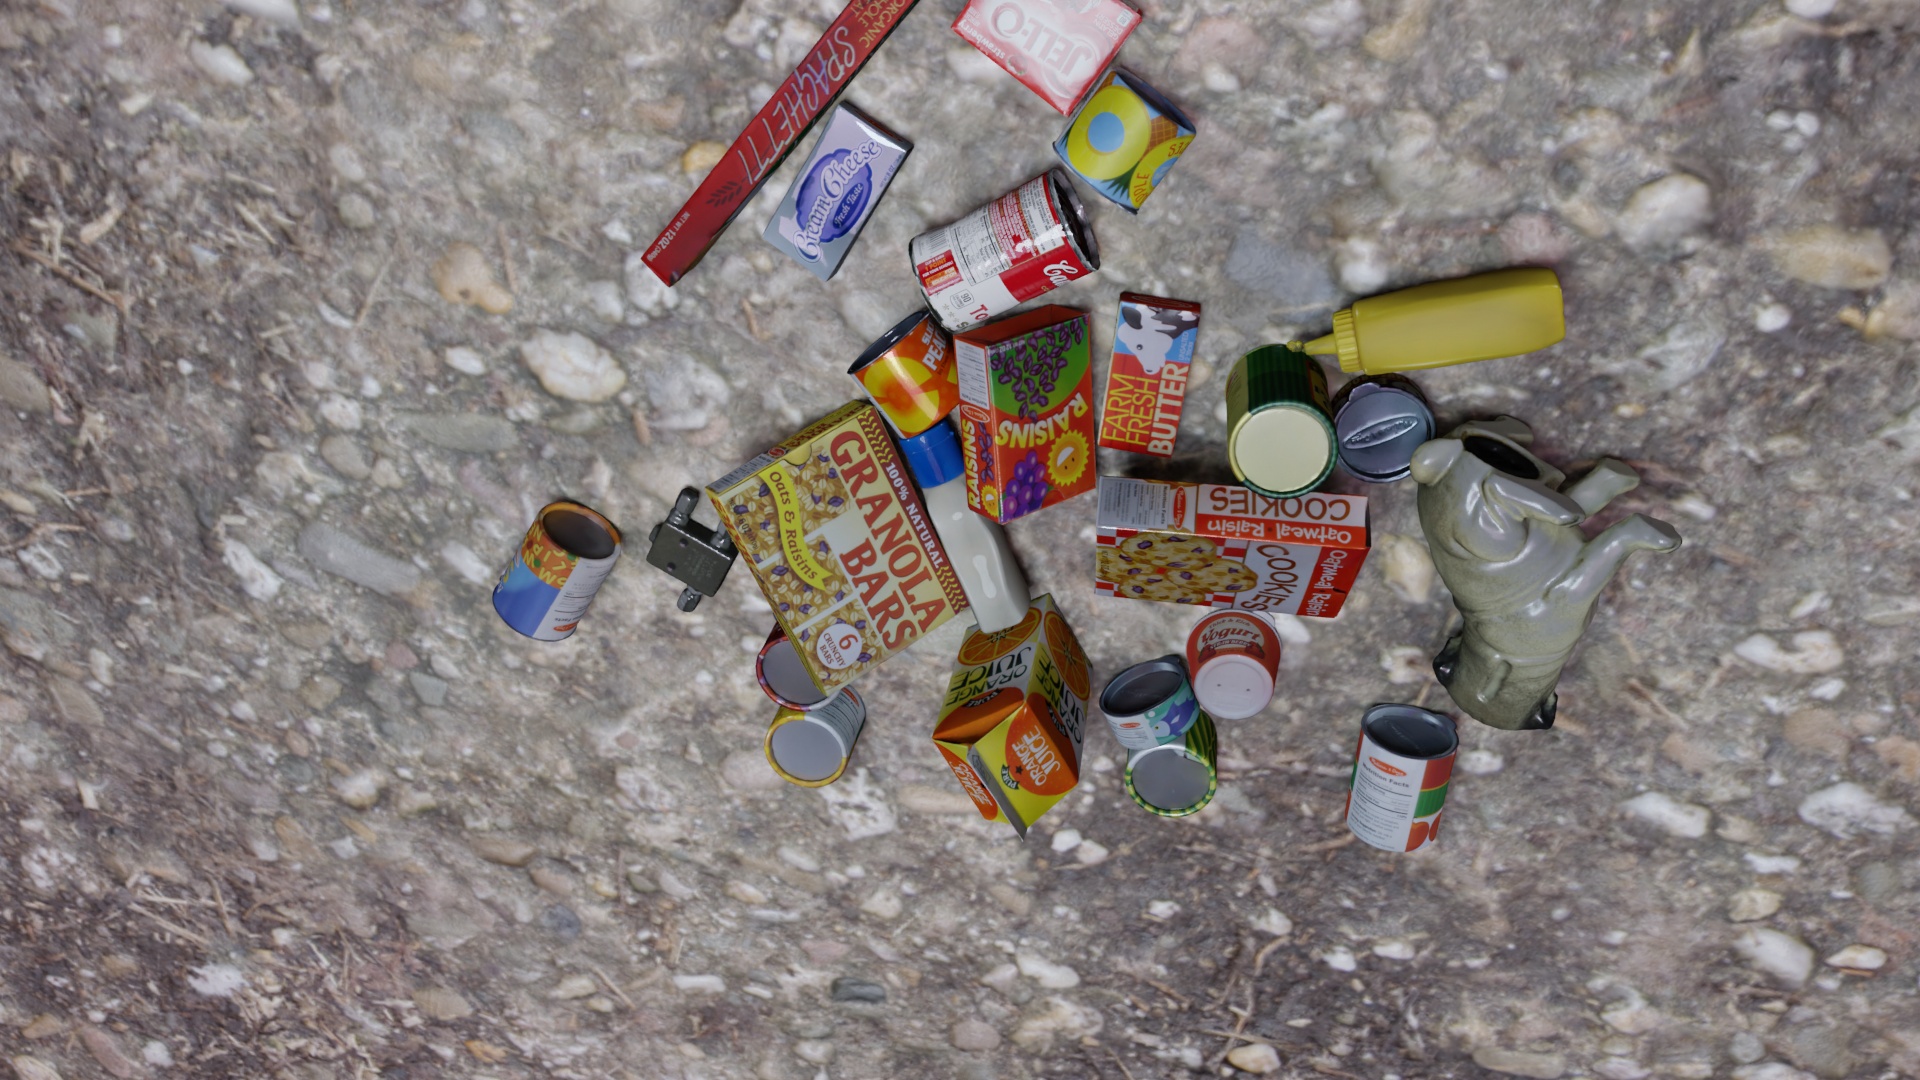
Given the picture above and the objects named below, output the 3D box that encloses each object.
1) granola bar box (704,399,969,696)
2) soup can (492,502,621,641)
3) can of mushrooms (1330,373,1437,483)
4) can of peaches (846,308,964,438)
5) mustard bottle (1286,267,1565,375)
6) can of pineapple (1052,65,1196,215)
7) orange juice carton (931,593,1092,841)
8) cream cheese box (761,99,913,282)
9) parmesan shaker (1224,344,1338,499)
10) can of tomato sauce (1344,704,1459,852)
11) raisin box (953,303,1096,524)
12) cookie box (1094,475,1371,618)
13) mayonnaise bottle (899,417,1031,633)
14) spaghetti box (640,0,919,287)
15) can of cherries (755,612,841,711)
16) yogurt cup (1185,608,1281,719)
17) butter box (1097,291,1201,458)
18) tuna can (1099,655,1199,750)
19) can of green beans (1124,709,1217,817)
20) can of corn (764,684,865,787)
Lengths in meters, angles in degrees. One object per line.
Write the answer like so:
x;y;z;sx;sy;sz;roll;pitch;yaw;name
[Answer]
-0.081;0.005;0.959;0.124;0.039;0.165;-32;111;-16;granola bar box
-0.300;0.021;1.027;0.071;0.072;0.083;33;116;-7;soup can
0.270;-0.075;0.895;0.071;0.033;0.070;4;117;9;can of mushrooms
-0.029;-0.110;0.912;0.071;0.071;0.058;-32;107;23;can of peaches
0.282;-0.130;0.852;0.160;0.065;0.048;-8;109;20;mustard bottle
0.099;-0.238;0.826;0.071;0.071;0.057;35;117;-8;can of pineapple
0.037;0.120;0.943;0.073;0.193;0.071;-25;109;20;orange juice carton
-0.080;-0.223;0.890;0.053;0.024;0.103;34;117;-6;cream cheese box
0.200;-0.073;0.869;0.071;0.103;0.071;4;117;8;parmesan shaker
0.315;0.169;0.991;0.071;0.071;0.082;6;117;7;can of tomato sauce
0.044;-0.082;0.903;0.040;0.086;0.122;26;129;47;raisin box
0.173;0.007;0.911;0.167;0.040;0.122;5;157;7;cookie box
0.003;-0.012;0.960;0.041;0.065;0.147;-21;107;13;mayonnaise bottle
-0.111;-0.258;0.863;0.028;0.050;0.249;41;115;-12;spaghetti box
-0.115;0.083;1.028;0.071;0.059;0.071;4;117;8;can of cherries
0.192;0.090;0.979;0.072;0.054;0.072;4;117;9;yogurt cup
0.123;-0.108;0.911;0.053;0.024;0.103;9;117;6;butter box
0.138;0.116;0.997;0.071;0.071;0.032;-20;112;19;tuna can
0.155;0.160;1.018;0.071;0.058;0.071;4;117;8;can of green beans
-0.112;0.147;1.059;0.071;0.058;0.070;4;116;8;can of corn
